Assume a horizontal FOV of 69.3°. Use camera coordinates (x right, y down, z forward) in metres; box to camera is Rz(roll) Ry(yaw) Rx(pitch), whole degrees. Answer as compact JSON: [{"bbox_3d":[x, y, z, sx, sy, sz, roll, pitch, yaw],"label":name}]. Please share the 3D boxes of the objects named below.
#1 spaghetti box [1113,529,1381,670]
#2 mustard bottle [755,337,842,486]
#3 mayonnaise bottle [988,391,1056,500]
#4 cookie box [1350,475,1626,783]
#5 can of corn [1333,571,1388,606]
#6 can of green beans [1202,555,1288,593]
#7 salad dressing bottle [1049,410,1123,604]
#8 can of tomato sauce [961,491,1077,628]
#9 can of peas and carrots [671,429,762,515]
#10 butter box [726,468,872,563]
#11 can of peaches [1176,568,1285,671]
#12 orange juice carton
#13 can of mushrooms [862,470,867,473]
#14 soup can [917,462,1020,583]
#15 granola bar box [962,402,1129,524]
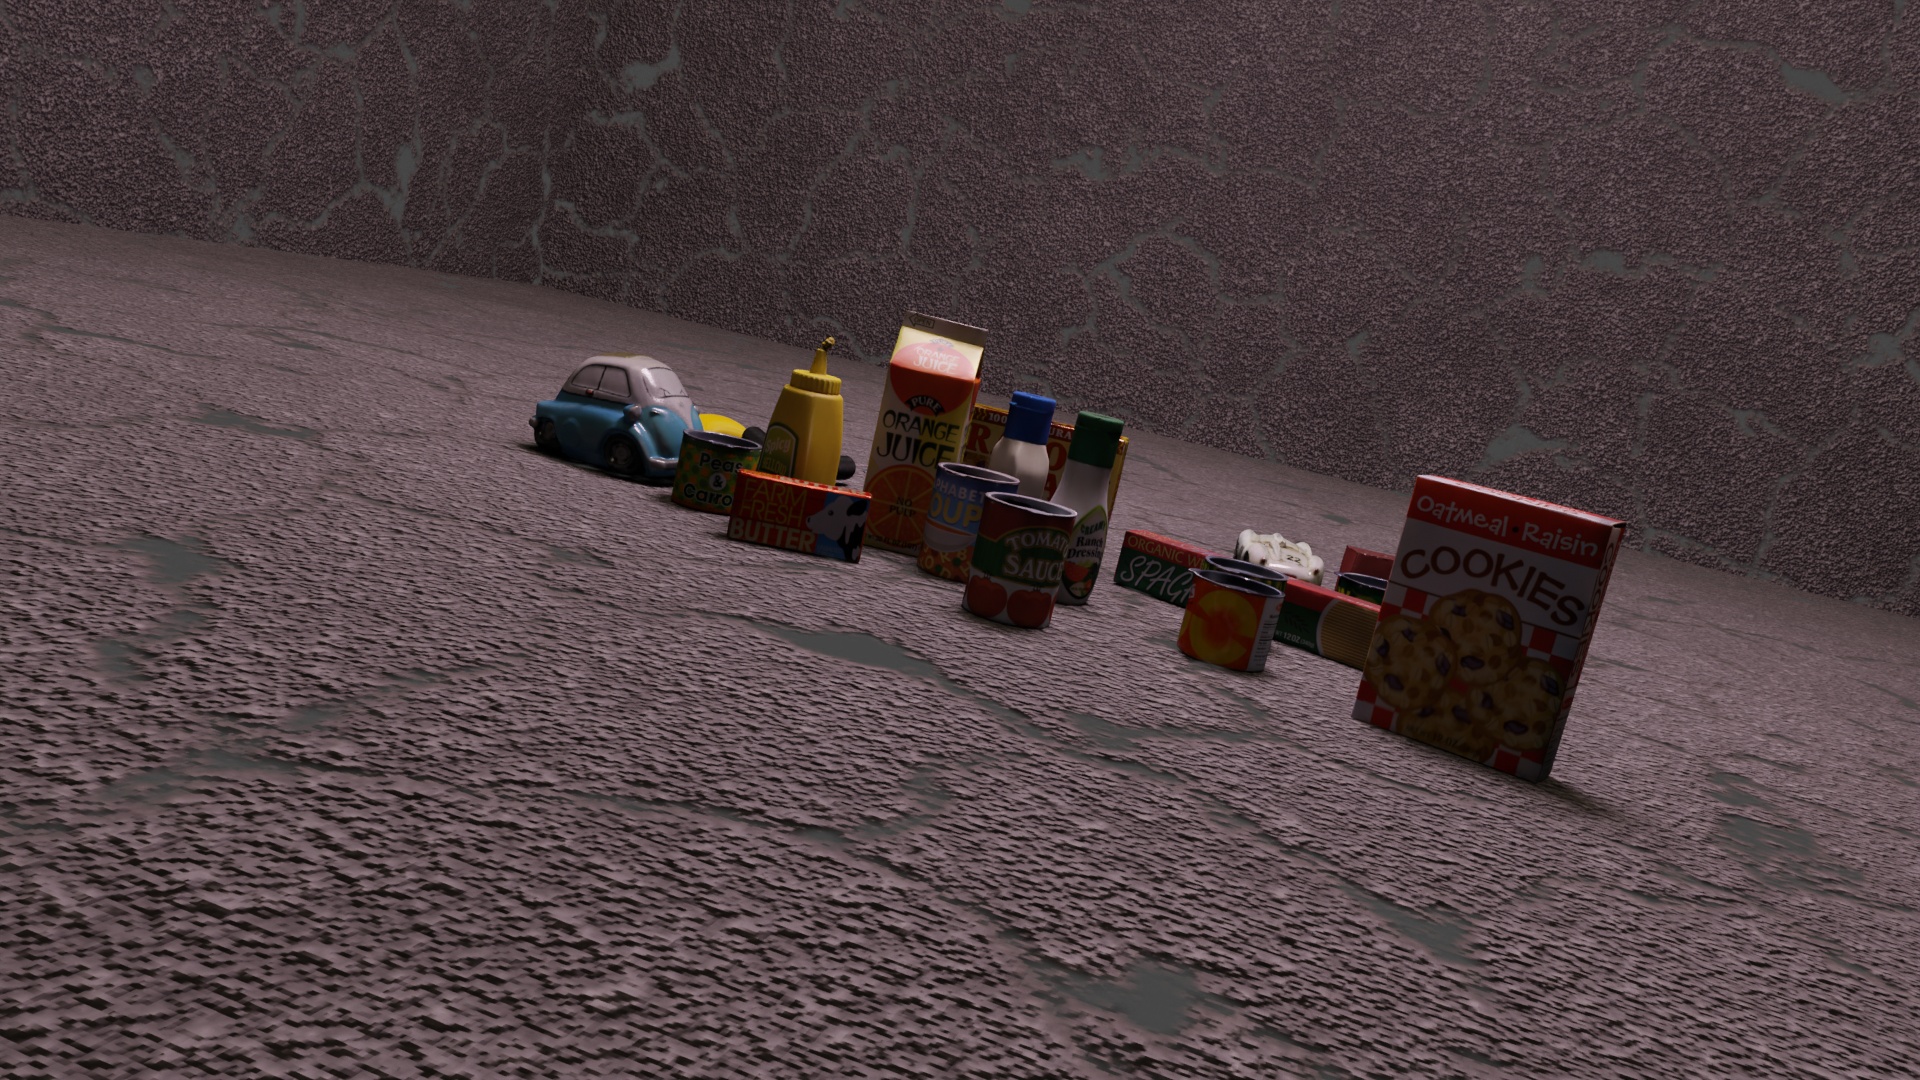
[{"bbox_3d":[0.238,0.047,1.147,0.250,0.050,0.029,20,11,36],"label":"spaghetti box"},{"bbox_3d":[-0.124,-0.083,1.095,0.065,0.160,0.049,21,12,41],"label":"mustard bottle"},{"bbox_3d":[0.045,-0.047,1.143,0.041,0.147,0.065,8,10,-25],"label":"mayonnaise bottle"},{"bbox_3d":[0.334,0.052,0.887,0.123,0.167,0.040,19,11,34],"label":"cookie box"},{"bbox_3d":[0.341,0.063,1.163,0.071,0.058,0.071,12,9,-2],"label":"can of corn"},{"bbox_3d":[0.217,0.048,1.085,0.071,0.057,0.071,12,9,-2],"label":"can of green beans"},{"bbox_3d":[0.092,-0.026,1.083,0.064,0.147,0.044,3,13,-45],"label":"salad dressing bottle"},{"bbox_3d":[0.042,0.014,0.983,0.071,0.083,0.071,12,9,-2],"label":"can of tomato sauce"},{"bbox_3d":[-0.201,-0.056,1.143,0.071,0.058,0.071,12,9,-2],"label":"can of peas and carrots"},{"bbox_3d":[-0.122,-0.019,1.051,0.103,0.053,0.024,11,9,-8],"label":"butter box"},{"bbox_3d":[0.192,0.057,1.004,0.071,0.058,0.071,12,9,-2],"label":"can of peaches"},{"bbox_3d":[-0.031,-0.088,1.149,0.072,0.192,0.073,13,9,2],"label":"orange juice carton"},{"bbox_3d":[-0.063,-0.044,1.329,0.071,0.033,0.071,12,10,-2],"label":"can of mushrooms"},{"bbox_3d":[0.004,-0.014,1.091,0.071,0.083,0.071,12,9,-2],"label":"soup can"},{"bbox_3d":[0.057,-0.050,1.249,0.166,0.124,0.039,15,9,12],"label":"granola bar box"}]
